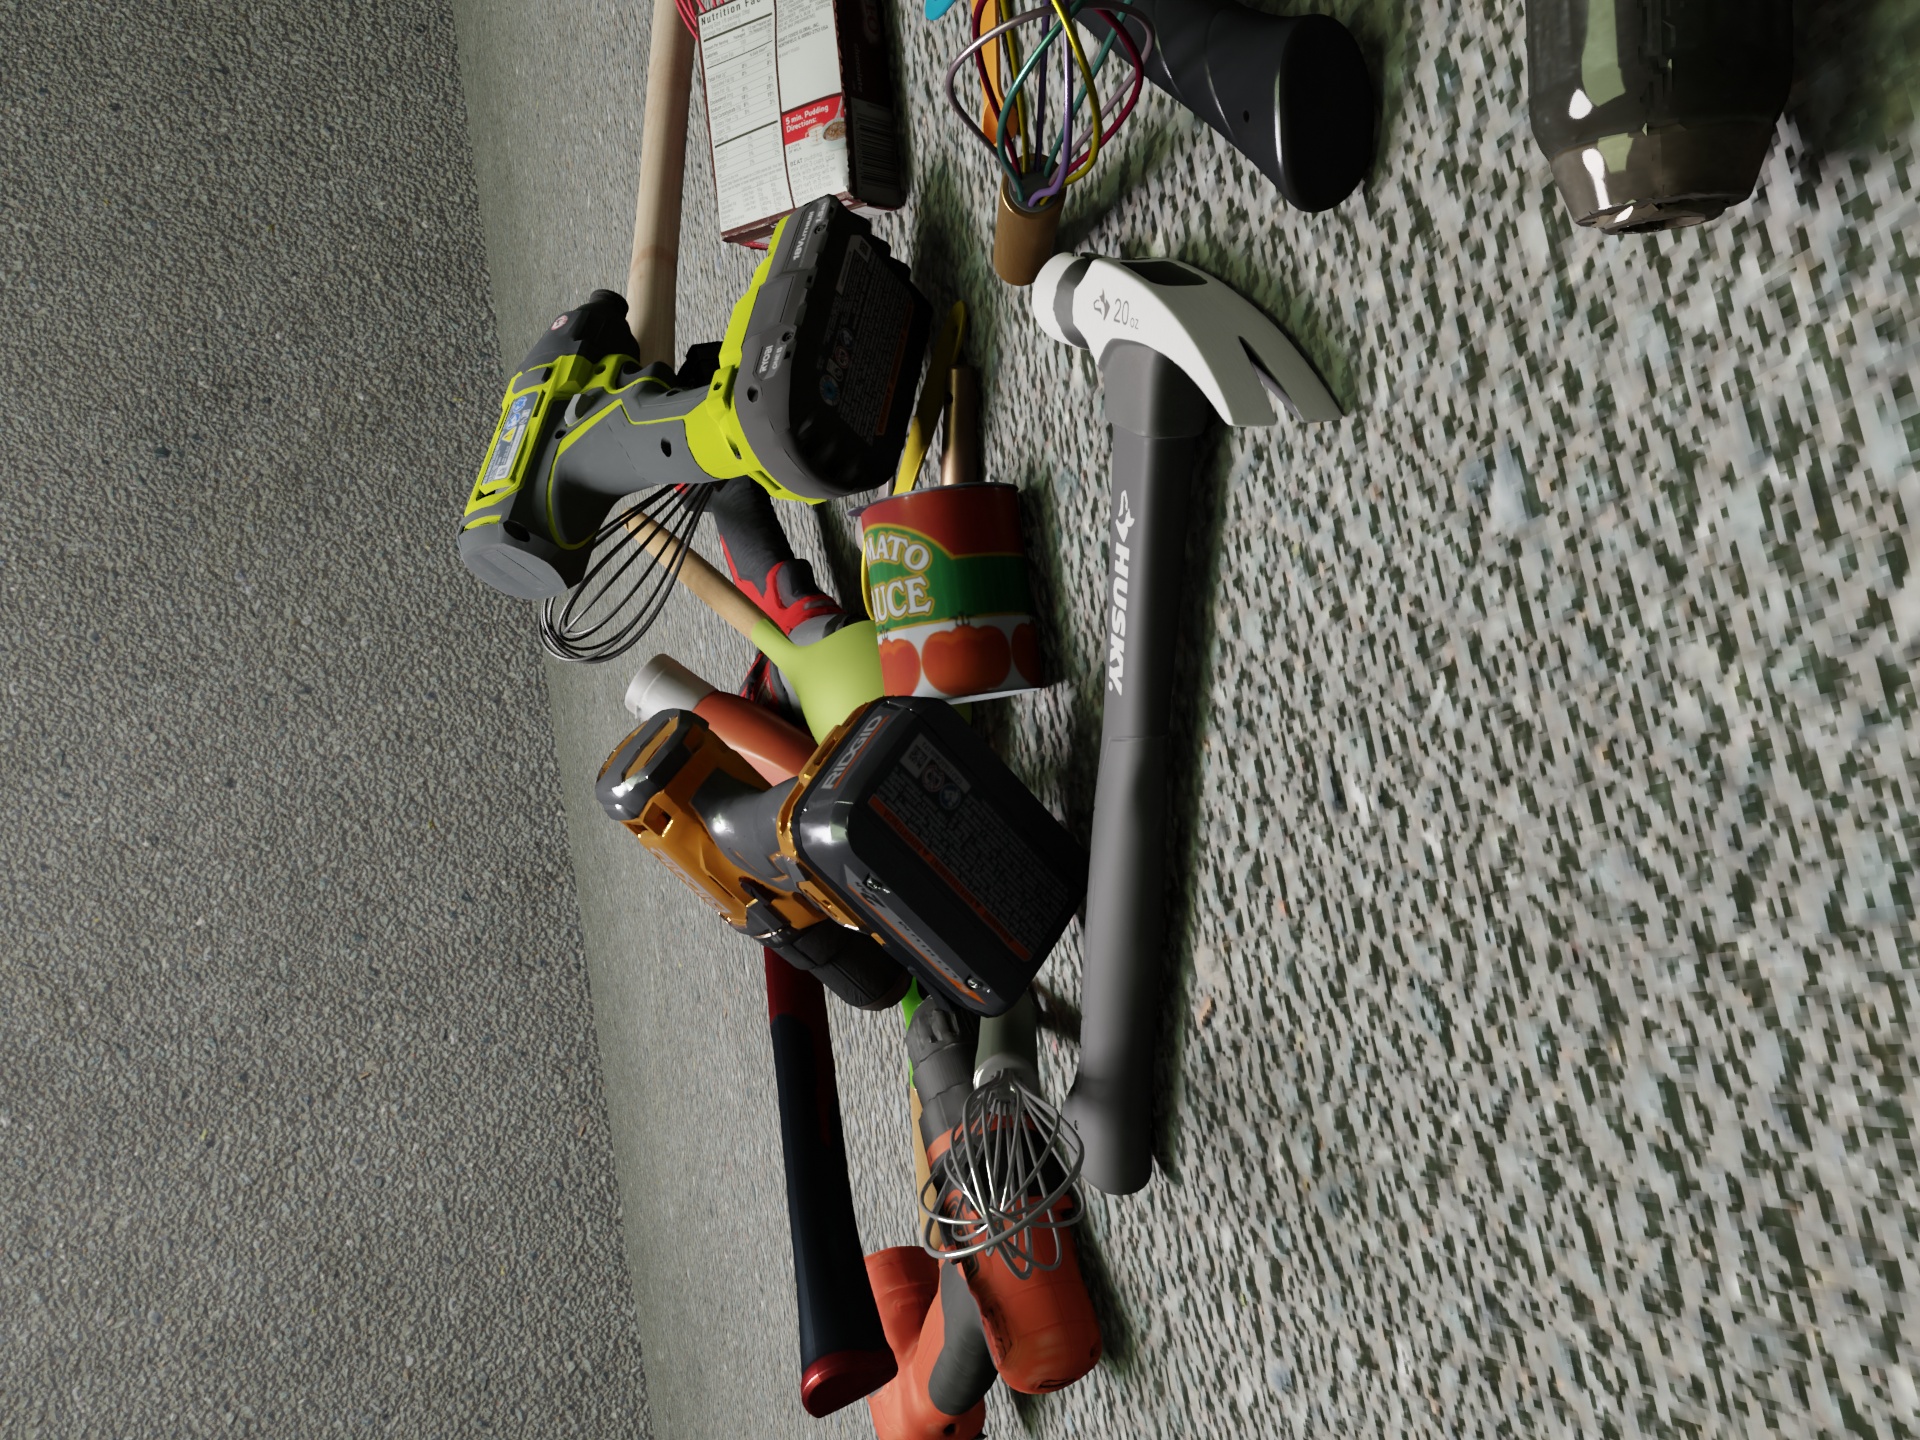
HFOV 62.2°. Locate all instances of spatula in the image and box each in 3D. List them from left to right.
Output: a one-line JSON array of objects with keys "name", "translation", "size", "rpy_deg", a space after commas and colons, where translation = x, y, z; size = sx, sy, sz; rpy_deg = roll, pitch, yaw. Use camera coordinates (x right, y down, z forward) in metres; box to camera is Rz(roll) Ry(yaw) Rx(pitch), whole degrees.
[{"name": "spatula", "translation": [-0.001, -0.002, 0.730], "size": [0.060, 0.018, 0.315], "rpy_deg": [20, 117, 45]}]

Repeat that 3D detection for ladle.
[{"name": "ladle", "translation": [-0.099, -0.056, 0.803], "size": [0.320, 0.062, 0.078], "rpy_deg": [38, 133, 50]}]

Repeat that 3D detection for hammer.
[{"name": "hammer", "translation": [-0.171, -0.348, 0.927], "size": [0.146, 0.038, 0.411], "rpy_deg": [137, 137, -68]}, {"name": "hammer", "translation": [-0.086, 0.152, 0.770], "size": [0.143, 0.038, 0.387], "rpy_deg": [46, -166, -30]}, {"name": "hammer", "translation": [0.009, -0.273, 0.535], "size": [0.149, 0.036, 0.409], "rpy_deg": [92, 154, -44]}, {"name": "hammer", "translation": [0.061, 0.018, 0.543], "size": [0.146, 0.035, 0.334], "rpy_deg": [-135, 42, -60]}]

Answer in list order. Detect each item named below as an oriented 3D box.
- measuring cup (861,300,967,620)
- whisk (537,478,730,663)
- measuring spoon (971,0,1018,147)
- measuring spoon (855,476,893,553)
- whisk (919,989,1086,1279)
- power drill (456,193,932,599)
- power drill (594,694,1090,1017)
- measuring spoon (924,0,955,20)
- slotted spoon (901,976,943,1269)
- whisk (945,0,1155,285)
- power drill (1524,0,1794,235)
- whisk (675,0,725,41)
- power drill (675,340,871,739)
[{"name": "measuring cup", "translation": [-0.011, -0.114, 0.725], "size": [0.062, 0.029, 0.156], "rpy_deg": [58, 136, 51]}, {"name": "whisk", "translation": [-0.129, -0.124, 0.812], "size": [0.055, 0.239, 0.055], "rpy_deg": [39, 175, 4]}, {"name": "measuring spoon", "translation": [0.013, -0.279, 0.615], "size": [0.021, 0.011, 0.117], "rpy_deg": [-7, 87, 64]}, {"name": "measuring spoon", "translation": [-0.045, -0.139, 0.804], "size": [0.034, 0.018, 0.124], "rpy_deg": [-141, 49, -63]}, {"name": "whisk", "translation": [0.016, 0.139, 0.594], "size": [0.058, 0.059, 0.246], "rpy_deg": [59, -175, -4]}, {"name": "power drill", "translation": [-0.130, -0.156, 0.745], "size": [0.223, 0.080, 0.171], "rpy_deg": [-9, 57, 34]}, {"name": "power drill", "translation": [-0.044, 0.070, 0.688], "size": [0.185, 0.084, 0.226], "rpy_deg": [48, 153, -24]}, {"name": "measuring spoon", "translation": [0.005, -0.305, 0.588], "size": [0.128, 0.021, 0.042], "rpy_deg": [143, 120, -60]}, {"name": "slotted spoon", "translation": [-0.018, 0.214, 0.839], "size": [0.070, 0.031, 0.313], "rpy_deg": [9, 108, 51]}, {"name": "whisk", "translation": [0.023, -0.174, 0.486], "size": [0.051, 0.047, 0.245], "rpy_deg": [-57, 2, 2]}, {"name": "power drill", "translation": [0.142, -0.174, 0.199], "size": [0.227, 0.080, 0.188], "rpy_deg": [-162, 67, -71]}, {"name": "whisk", "translation": [-0.096, -0.319, 0.827], "size": [0.073, 0.073, 0.296], "rpy_deg": [130, 125, -64]}, {"name": "power drill", "translation": [-0.101, -0.094, 0.886], "size": [0.143, 0.078, 0.220], "rpy_deg": [-42, 61, 58]}]
